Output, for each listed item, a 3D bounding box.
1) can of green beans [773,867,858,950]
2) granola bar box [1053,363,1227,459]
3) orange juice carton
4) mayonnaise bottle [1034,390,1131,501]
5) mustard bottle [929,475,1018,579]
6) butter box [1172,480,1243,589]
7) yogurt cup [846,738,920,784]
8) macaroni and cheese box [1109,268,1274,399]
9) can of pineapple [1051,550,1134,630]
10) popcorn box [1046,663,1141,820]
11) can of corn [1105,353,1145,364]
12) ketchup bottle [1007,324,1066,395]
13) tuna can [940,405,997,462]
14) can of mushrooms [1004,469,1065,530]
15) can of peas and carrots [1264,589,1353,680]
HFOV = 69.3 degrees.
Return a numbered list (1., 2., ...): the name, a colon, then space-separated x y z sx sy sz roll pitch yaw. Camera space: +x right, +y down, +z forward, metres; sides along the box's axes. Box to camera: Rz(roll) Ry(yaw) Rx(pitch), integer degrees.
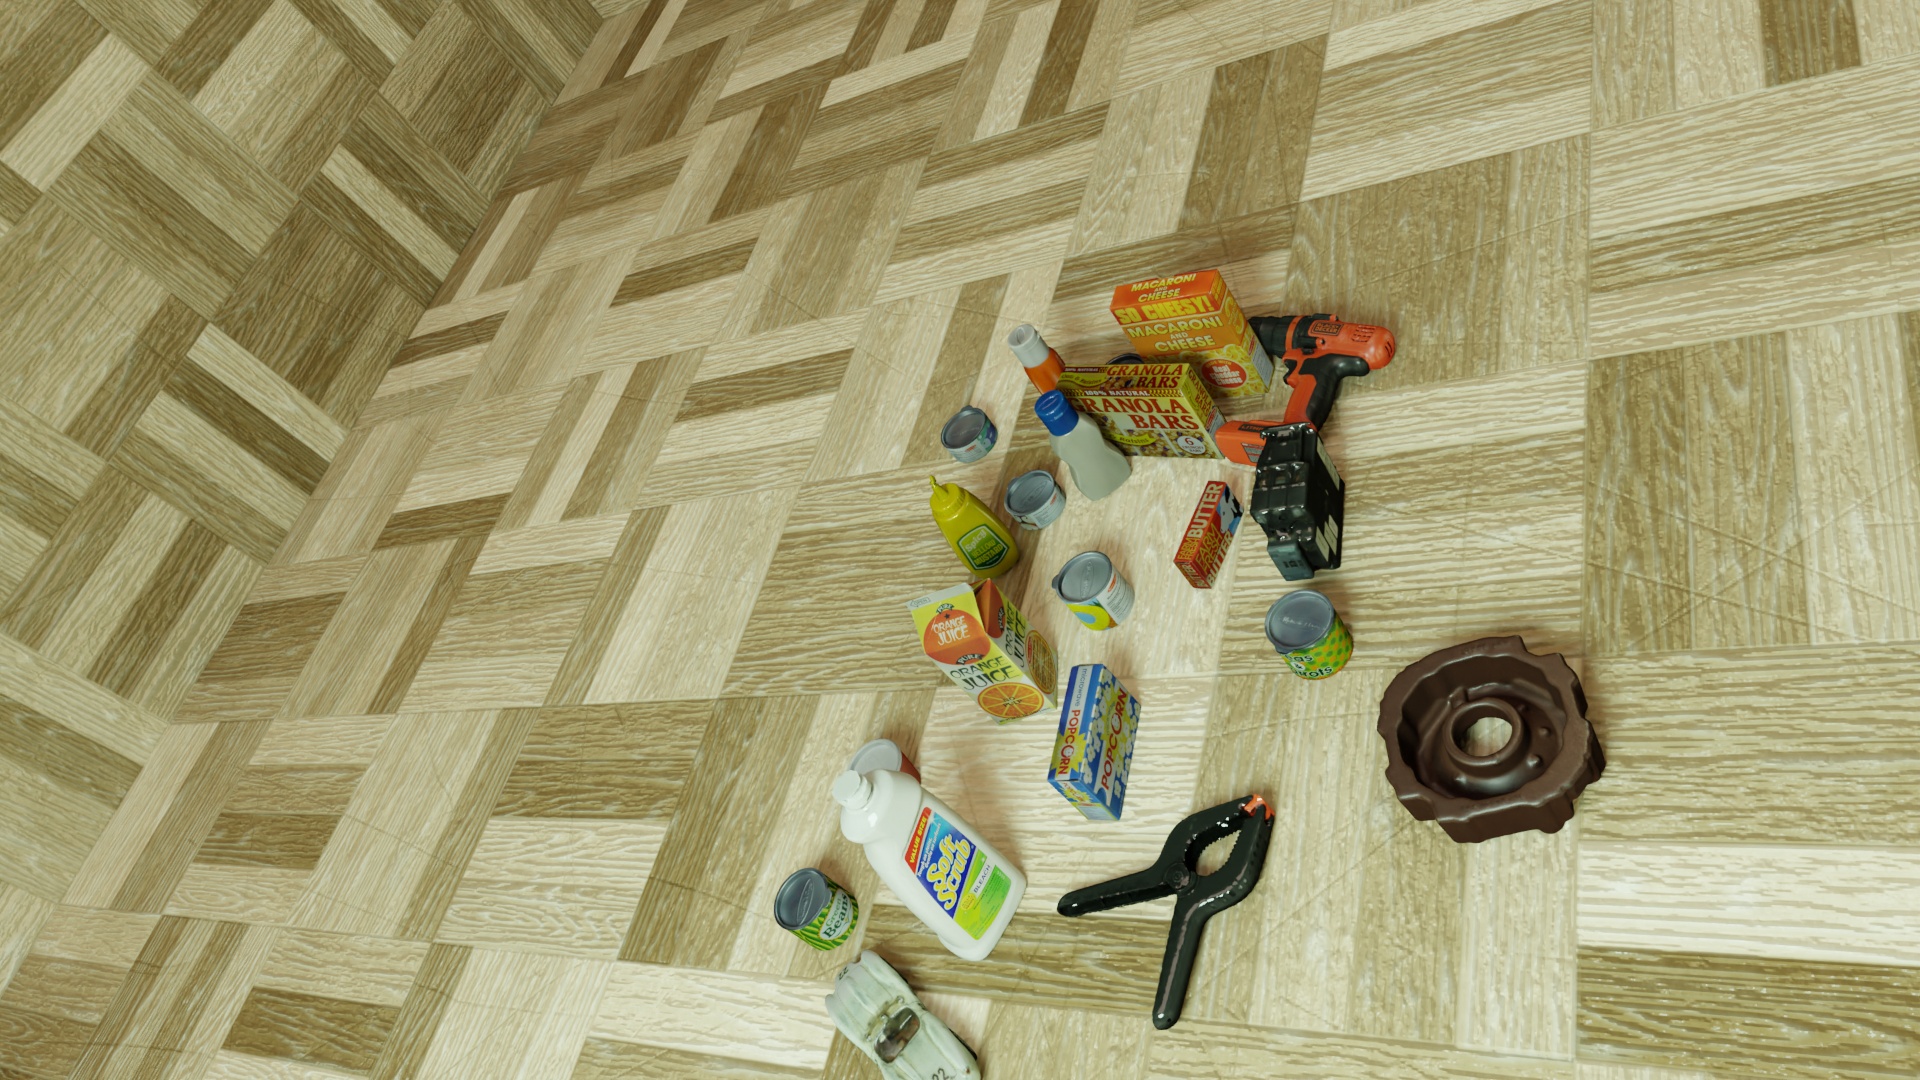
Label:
1. can of green beans: -0.145 0.373 1.404 0.071 0.057 0.071 -21 45 22
2. granola bar box: 0.203 -0.143 1.537 0.165 0.124 0.039 5 59 41
3. orange juice carton: 0.024 0.104 1.406 0.071 0.192 0.073 -19 46 25
4. mayonnaise bottle: 0.132 -0.108 1.543 0.064 0.147 0.041 -37 41 6
5. mustard bottle: 0.006 -0.019 1.554 0.065 0.159 0.049 -35 41 8
6. butter box: 0.256 -0.006 1.430 0.024 0.053 0.104 6 59 41
7. yogurt cup: -0.078 0.250 1.463 0.072 0.053 0.073 -21 45 22
8. macaroni and cheese box: 0.256 -0.223 1.533 0.123 0.166 0.040 -3 54 36
9. can of pineapple: 0.141 0.053 1.464 0.071 0.057 0.071 -21 45 22
10. popcorn box: 0.129 0.193 1.329 0.038 0.085 0.127 -8 51 33
11. can of corn: 0.196 -0.175 1.621 0.071 0.058 0.071 -21 45 22
12. ketchup bottle: 0.107 -0.194 1.637 0.043 0.148 0.065 -25 43 19
13. tuna can: 0.011 -0.134 1.747 0.071 0.032 0.071 -21 45 22
14. can of mushrooms: 0.086 -0.048 1.614 0.071 0.033 0.071 -21 45 22
15. can of peas and carrots: 0.323 0.090 1.290 0.071 0.058 0.071 -21 45 22
